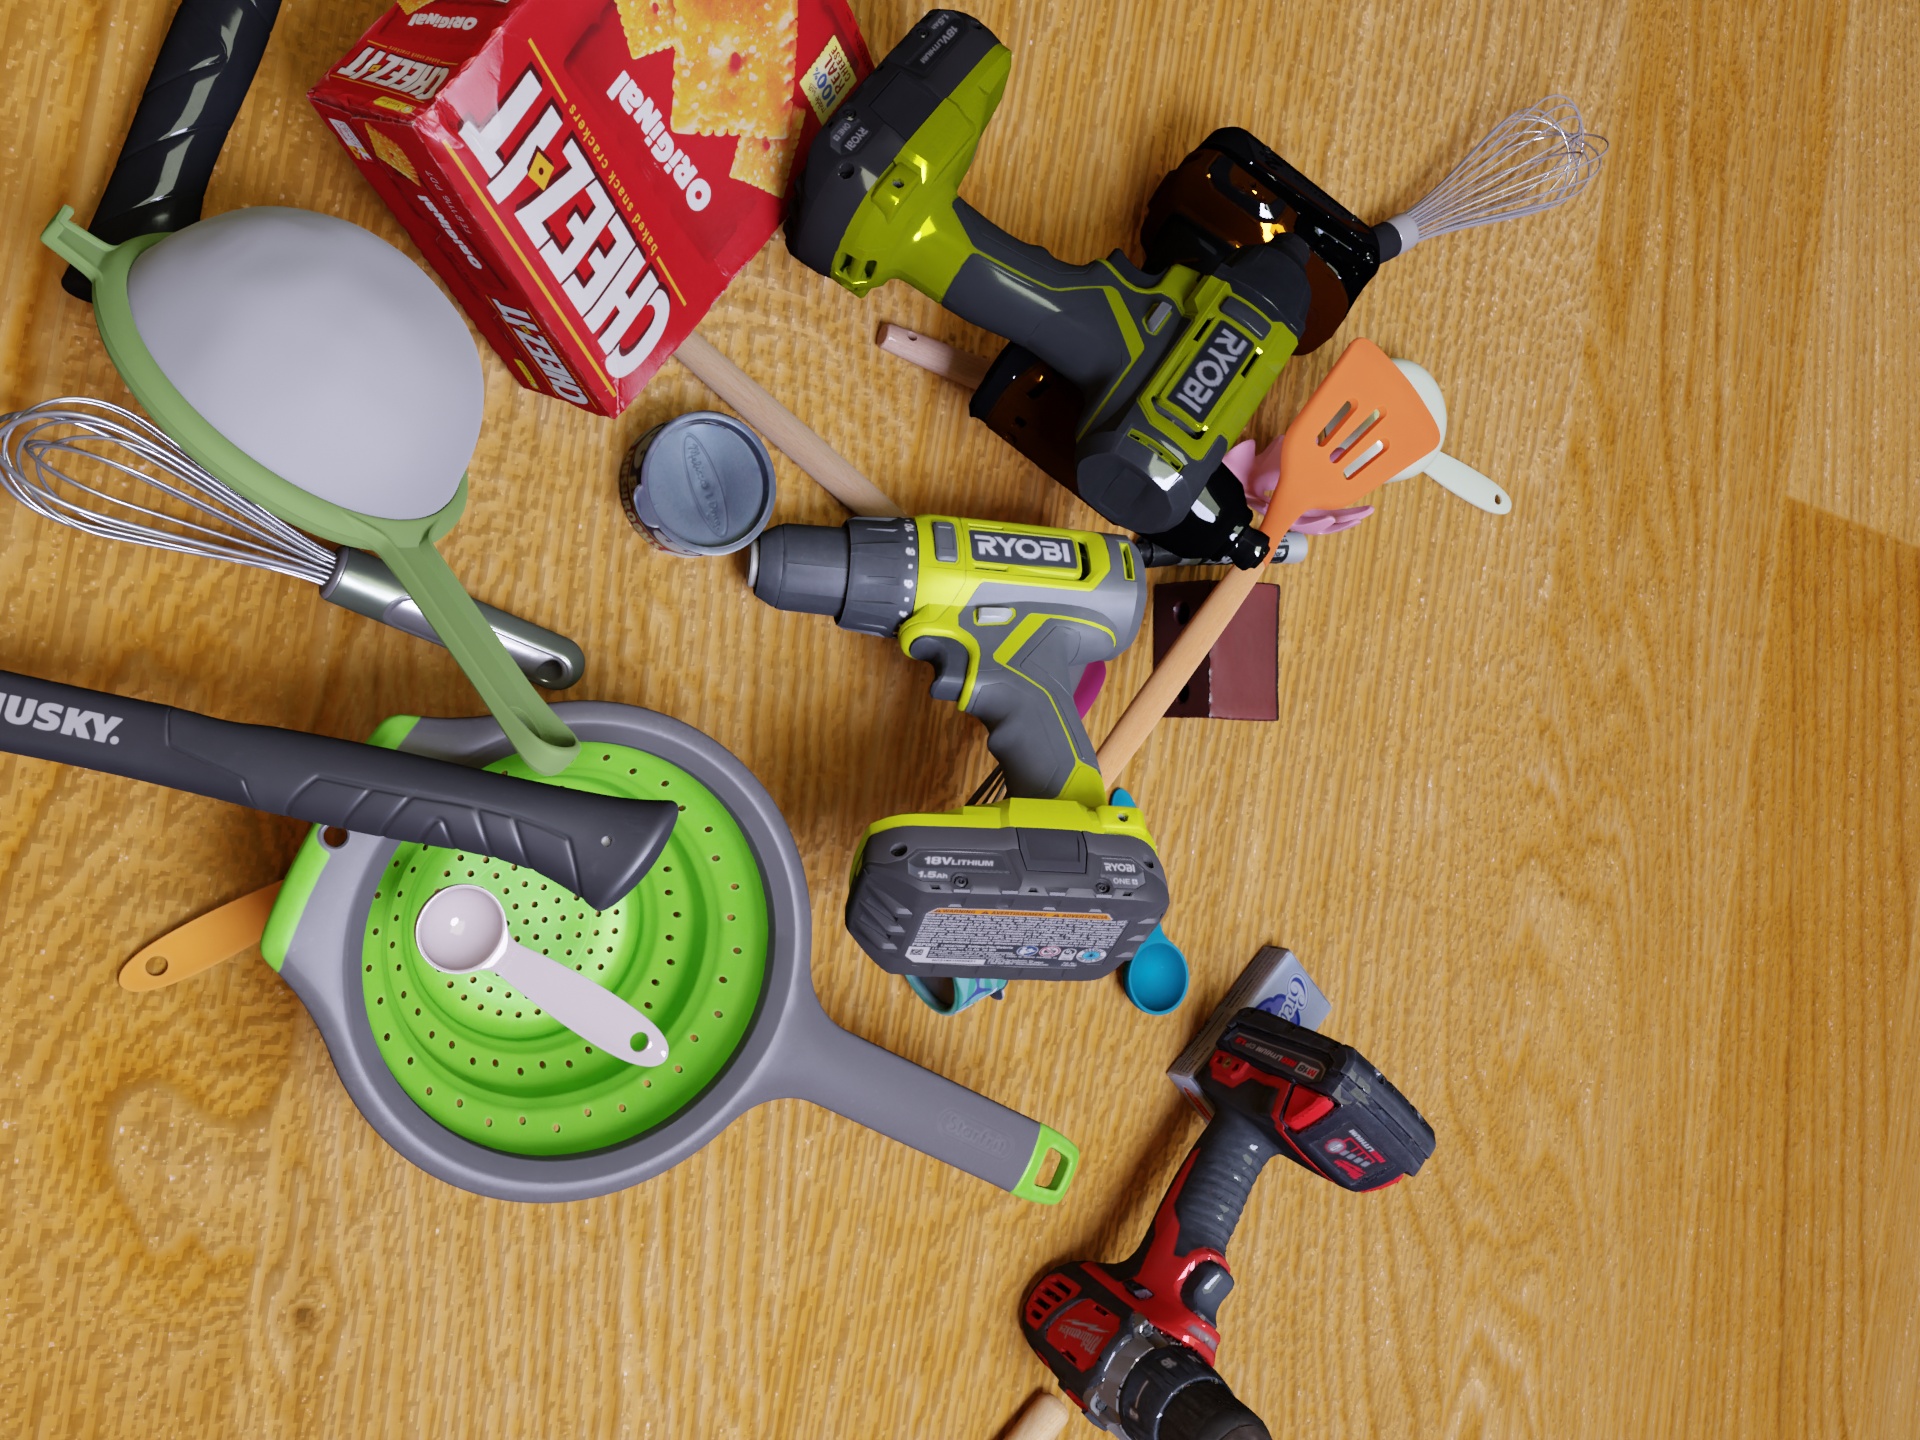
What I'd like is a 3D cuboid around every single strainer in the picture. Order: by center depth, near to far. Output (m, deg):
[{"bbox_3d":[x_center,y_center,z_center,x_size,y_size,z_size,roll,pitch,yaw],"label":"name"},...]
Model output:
[{"bbox_3d":[-0.200,-0.099,0.579,0.256,0.069,0.151,53,21,11],"label":"strainer"}]

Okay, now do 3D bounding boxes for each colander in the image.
[{"bbox_3d":[-0.113,0.131,0.719,0.396,0.094,0.204,32,76,-27],"label":"colander"}]

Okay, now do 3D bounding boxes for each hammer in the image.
[{"bbox_3d":[-0.269,0.007,0.575,0.334,0.035,0.146,12,77,-4],"label":"hammer"},{"bbox_3d":[-0.270,-0.354,0.635,0.149,0.036,0.409,20,84,-19],"label":"hammer"}]

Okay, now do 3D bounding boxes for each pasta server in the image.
[{"bbox_3d":[0.098,-0.161,0.870,0.316,0.040,0.060,15,56,-29],"label":"pasta server"}]

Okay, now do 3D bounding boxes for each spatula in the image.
[{"bbox_3d":[0.148,-0.069,0.840,0.081,0.041,0.323,46,67,-19],"label":"spatula"}]

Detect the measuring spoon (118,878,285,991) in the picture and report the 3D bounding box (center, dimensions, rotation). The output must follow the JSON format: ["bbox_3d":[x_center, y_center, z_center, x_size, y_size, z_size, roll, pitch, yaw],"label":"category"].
[{"bbox_3d":[-0.292,0.079,0.663,0.117,0.011,0.021,-30,108,-23],"label":"measuring spoon"}]

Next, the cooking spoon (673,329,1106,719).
[{"bbox_3d":[-0.035,-0.100,0.803,0.318,0.017,0.069,39,73,-27],"label":"cooking spoon"}]

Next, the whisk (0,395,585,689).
[{"bbox_3d":[-0.264,-0.064,0.652,0.246,0.059,0.057,25,118,-34],"label":"whisk"}]

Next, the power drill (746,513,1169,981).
[{"bbox_3d":[-0.001,-0.002,0.727,0.190,0.080,0.229,4,53,-14],"label":"power drill"}]

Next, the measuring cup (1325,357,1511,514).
[{"bbox_3d":[0.299,-0.167,0.989,0.167,0.038,0.083,23,80,-28],"label":"measuring cup"}]

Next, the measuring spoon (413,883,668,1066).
[{"bbox_3d":[-0.164,0.104,0.628,0.124,0.018,0.034,43,71,-32],"label":"measuring spoon"}]

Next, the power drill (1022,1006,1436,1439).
[{"bbox_3d":[0.144,0.273,0.816,0.080,0.188,0.227,45,76,-21],"label":"power drill"}]

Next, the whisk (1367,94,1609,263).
[{"bbox_3d":[0.289,-0.309,0.973,0.284,0.070,0.070,-31,107,-21],"label":"whisk"}]

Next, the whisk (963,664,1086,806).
[{"bbox_3d":[0.034,0.014,0.796,0.055,0.055,0.239,39,55,-26],"label":"whisk"}]

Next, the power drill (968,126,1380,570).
[{"bbox_3d":[0.127,-0.187,0.822,0.164,0.084,0.226,38,62,-2],"label":"power drill"}]

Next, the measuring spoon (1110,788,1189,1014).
[{"bbox_3d":[0.098,0.102,0.897,0.042,0.021,0.128,-10,88,-31],"label":"measuring spoon"}]

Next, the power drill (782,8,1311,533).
[{"bbox_3d":[0.048,-0.212,0.728,0.223,0.080,0.171,35,66,-2],"label":"power drill"}]

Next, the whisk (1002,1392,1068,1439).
[{"bbox_3d":[-0.029,0.445,0.818,0.245,0.047,0.051,-43,124,-27],"label":"whisk"}]
